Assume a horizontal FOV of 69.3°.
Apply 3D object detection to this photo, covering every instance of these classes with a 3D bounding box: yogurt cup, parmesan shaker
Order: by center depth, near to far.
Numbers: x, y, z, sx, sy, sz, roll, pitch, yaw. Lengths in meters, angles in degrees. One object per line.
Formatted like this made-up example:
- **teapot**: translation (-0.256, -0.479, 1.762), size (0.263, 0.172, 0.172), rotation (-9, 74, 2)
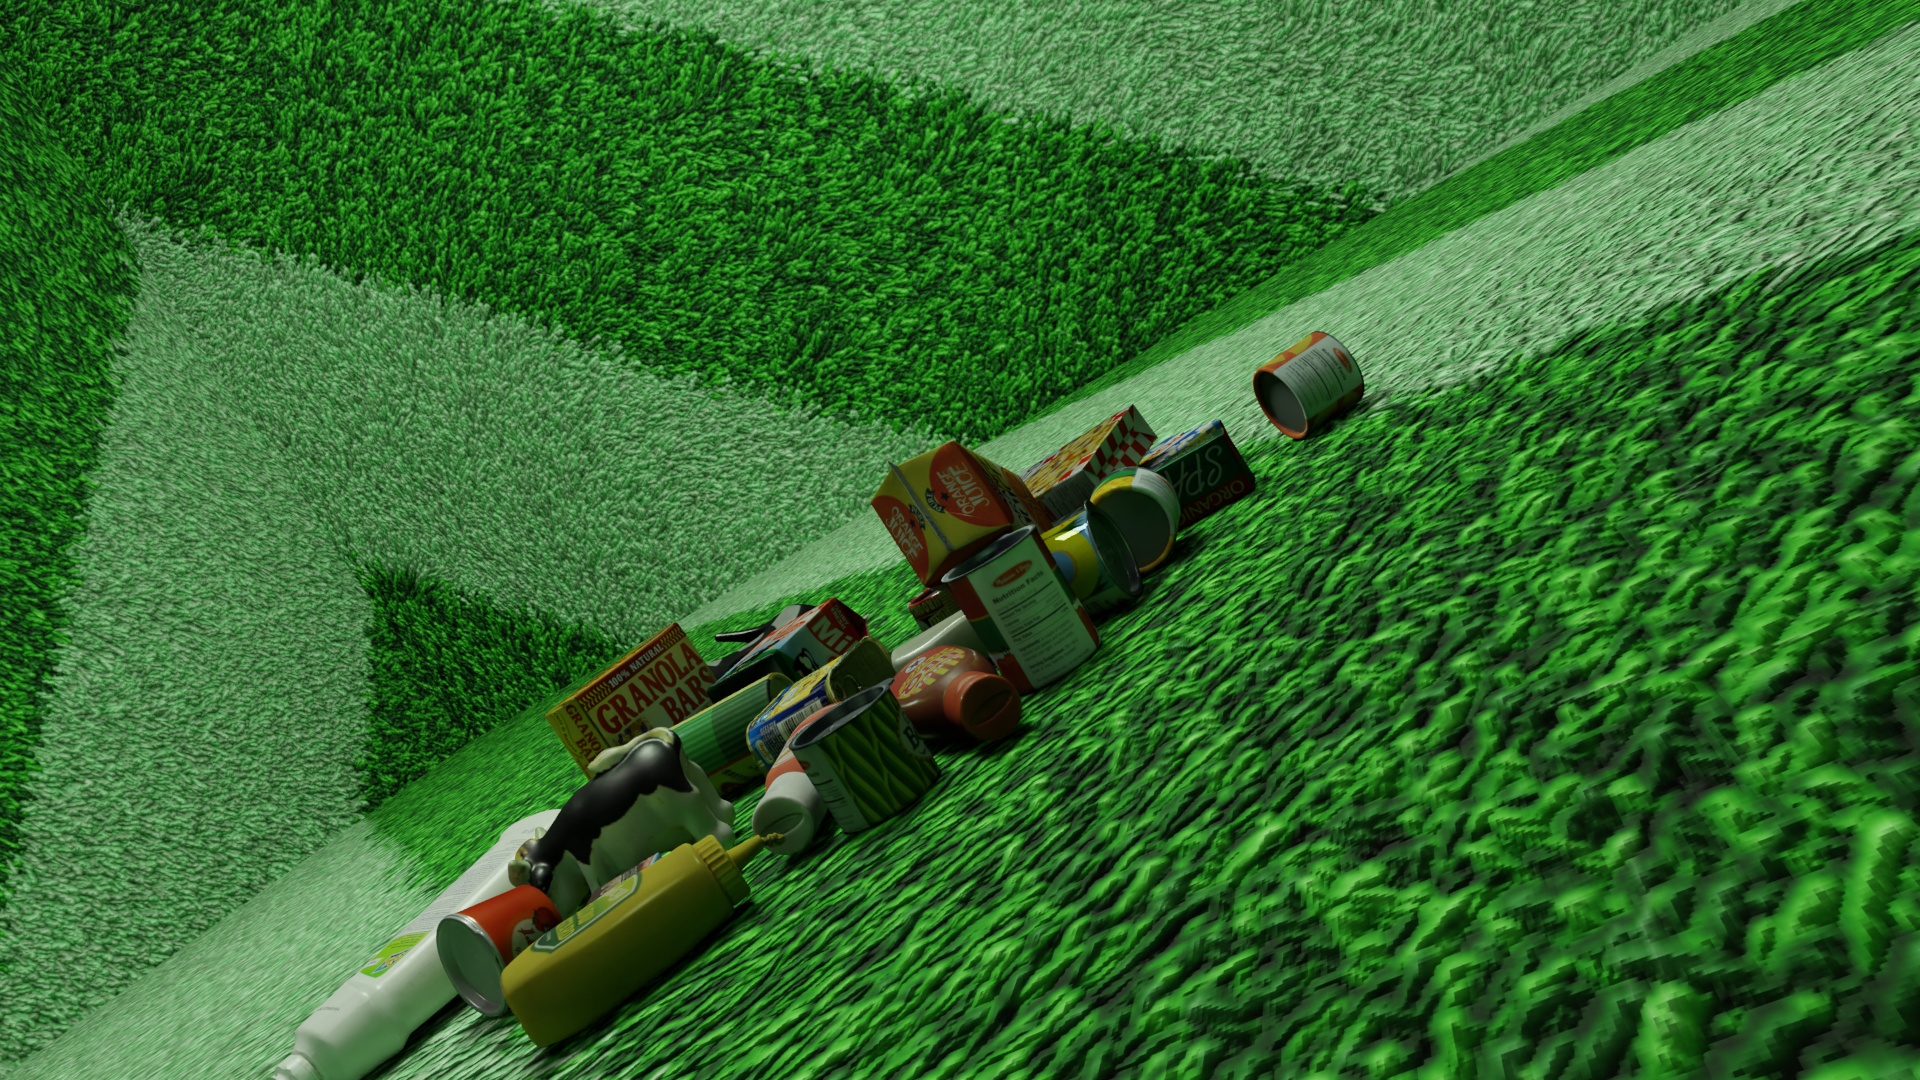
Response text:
- **yogurt cup**: translation (-0.279, 0.248, 0.852), size (0.072, 0.072, 0.054), rotation (-26, 0, 41)
- **parmesan shaker**: translation (-0.170, 0.151, 1.050), size (0.103, 0.071, 0.071), rotation (-29, 7, 14)

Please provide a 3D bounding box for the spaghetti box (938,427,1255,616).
- **spaghetti box**: translation (0.101, -0.002, 1.045), size (0.250, 0.050, 0.029), rotation (-30, 8, 12)

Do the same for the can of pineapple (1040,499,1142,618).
- **can of pineapple**: translation (0.078, 0.018, 0.917), size (0.057, 0.071, 0.071), rotation (-29, 7, 23)

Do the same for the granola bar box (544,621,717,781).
- **granola bar box**: translation (-0.256, 0.155, 1.167), size (0.039, 0.124, 0.166), rotation (-30, 7, 25)

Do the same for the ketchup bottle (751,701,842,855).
- **ketchup bottle**: translation (-0.091, 0.145, 0.849), size (0.064, 0.043, 0.149), rotation (-31, 7, 12)

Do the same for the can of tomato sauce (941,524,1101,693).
- **can of tomato sauce**: translation (0.038, 0.042, 0.853), size (0.071, 0.083, 0.071), rotation (-31, 6, 4)

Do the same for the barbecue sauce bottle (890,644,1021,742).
- **barbecue sauce bottle**: translation (-0.002, 0.093, 0.827), size (0.065, 0.043, 0.148), rotation (-38, 8, -13)

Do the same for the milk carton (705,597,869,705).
- **milk carton**: translation (-0.133, 0.108, 1.178), size (0.072, 0.073, 0.191), rotation (-29, 6, 19)

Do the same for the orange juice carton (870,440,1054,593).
- **orange juice carton**: translation (0.003, -0.012, 0.951), size (0.073, 0.072, 0.192), rotation (-37, -17, 12)

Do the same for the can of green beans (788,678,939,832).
- **can of green beans**: translation (-0.054, 0.122, 0.784), size (0.071, 0.058, 0.071), rotation (-31, 6, 4)

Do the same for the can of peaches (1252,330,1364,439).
- **can of peaches**: translation (0.271, -0.120, 1.086), size (0.058, 0.071, 0.071), rotation (-34, 7, -13)

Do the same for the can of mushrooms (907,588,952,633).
- **can of mushrooms**: translation (-0.012, 0.054, 1.206), size (0.071, 0.033, 0.071), rotation (-30, 7, 4)

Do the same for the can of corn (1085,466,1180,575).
- **can of corn**: translation (0.118, -0.012, 0.971), size (0.071, 0.071, 0.058), rotation (-30, 7, 16)

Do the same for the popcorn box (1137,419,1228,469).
- **popcorn box**: translation (0.161, -0.048, 1.165), size (0.127, 0.038, 0.085), rotation (-35, 6, -24)

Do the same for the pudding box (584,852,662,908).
- **pudding box**: translation (-0.197, 0.221, 0.822), size (0.050, 0.030, 0.084), rotation (-31, 7, -1)

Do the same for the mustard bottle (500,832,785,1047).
- **mustard bottle**: translation (-0.164, 0.201, 0.739), size (0.161, 0.048, 0.065), rotation (-34, 8, -18)

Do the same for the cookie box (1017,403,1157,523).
- **cookie box**: translation (0.072, -0.035, 1.149), size (0.167, 0.040, 0.123), rotation (-31, 12, 38)

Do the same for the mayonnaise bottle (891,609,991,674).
- **mayonnaise bottle**: translation (0.023, 0.059, 0.980), size (0.148, 0.041, 0.065), rotation (-30, 1, 2)
